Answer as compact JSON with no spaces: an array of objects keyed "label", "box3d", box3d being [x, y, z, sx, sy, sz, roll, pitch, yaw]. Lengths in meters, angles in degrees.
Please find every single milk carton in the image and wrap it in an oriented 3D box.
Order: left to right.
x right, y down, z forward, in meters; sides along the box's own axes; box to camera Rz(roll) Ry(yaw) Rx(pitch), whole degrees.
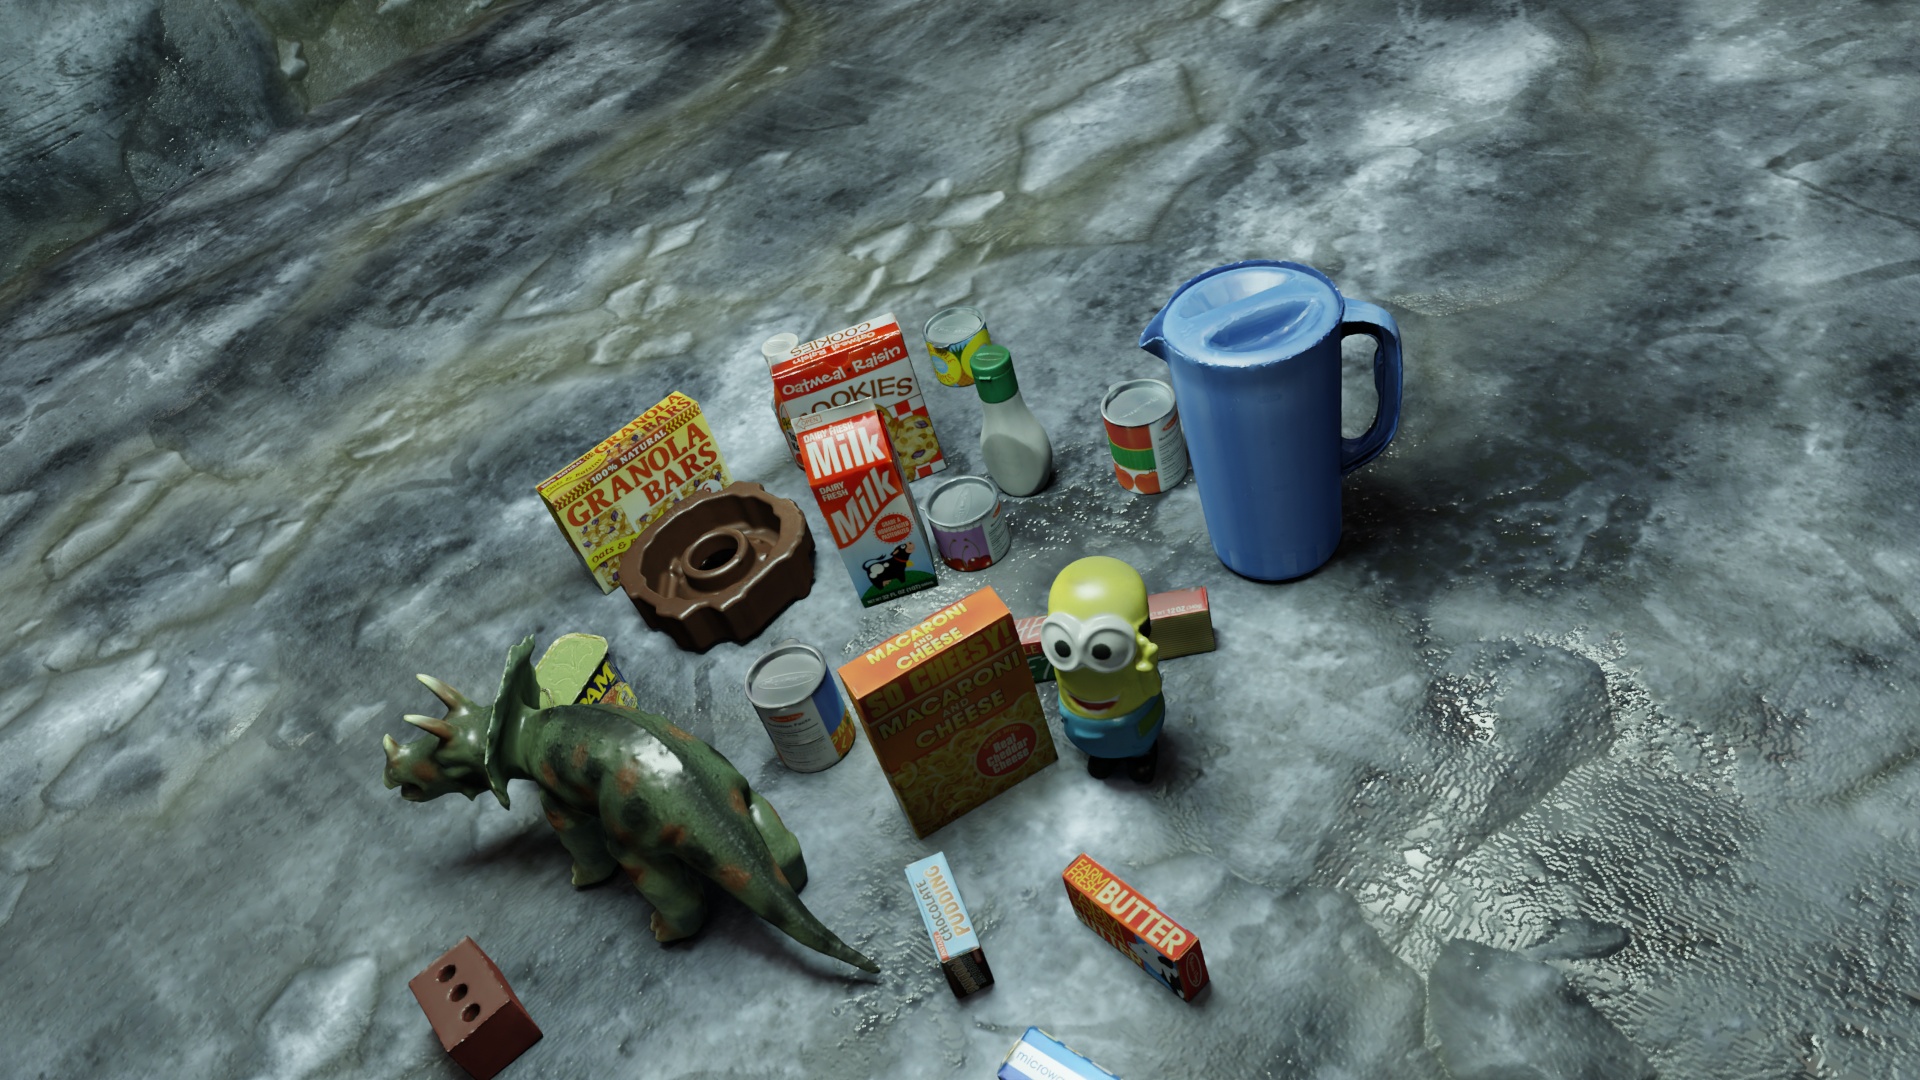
[{"label":"milk carton","box3d":[-0.082,-0.040,1.188,0.072,0.189,0.074,-17,41,2]}]

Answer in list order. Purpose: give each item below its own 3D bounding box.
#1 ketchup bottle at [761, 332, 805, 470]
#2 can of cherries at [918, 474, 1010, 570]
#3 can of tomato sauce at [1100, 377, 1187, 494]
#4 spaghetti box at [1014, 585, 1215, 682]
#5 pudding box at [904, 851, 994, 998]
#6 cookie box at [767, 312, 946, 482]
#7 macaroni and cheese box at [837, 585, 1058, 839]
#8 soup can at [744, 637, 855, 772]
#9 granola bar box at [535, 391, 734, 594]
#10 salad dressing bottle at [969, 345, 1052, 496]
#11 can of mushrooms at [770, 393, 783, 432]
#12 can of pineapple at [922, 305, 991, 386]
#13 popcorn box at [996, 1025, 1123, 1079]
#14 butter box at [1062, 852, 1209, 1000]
[{"label":"ketchup bottle","box3d":[-0.151,-0.132,1.345,0.065,0.148,0.044,8,48,27]},{"label":"can of cherries","box3d":[0.004,-0.015,1.231,0.071,0.058,0.072,-10,42,9]},{"label":"can of tomato sauce","box3d":[0.163,-0.093,1.240,0.071,0.082,0.071,-10,42,9]},{"label":"spaghetti box","box3d":[0.075,0.084,1.104,0.250,0.050,0.029,-11,42,8]},{"label":"pudding box","box3d":[-0.008,0.260,0.943,0.030,0.049,0.084,-23,41,-5]},{"label":"cookie box","box3d":[-0.094,-0.117,1.293,0.123,0.166,0.040,-21,41,-3]},{"label":"macaroni and cheese box","box3d":[-0.006,0.126,1.000,0.124,0.165,0.040,-29,42,-12]},{"label":"soup can","box3d":[-0.125,0.131,1.099,0.071,0.083,0.072,-10,42,9]},{"label":"granola bar box","box3d":[-0.304,-0.046,1.325,0.166,0.123,0.039,-39,45,-22]},{"label":"salad dressing bottle","box3d":[0.043,-0.107,1.249,0.064,0.147,0.044,4,46,24]},{"label":"can of mushrooms","box3d":[-0.160,-0.139,1.443,0.071,0.033,0.071,-10,42,9]},{"label":"can of pineapple","box3d":[-0.002,-0.199,1.433,0.071,0.057,0.071,-10,42,9]},{"label":"popcorn box","box3d":[0.088,0.340,0.795,0.127,0.084,0.038,20,54,35]},{"label":"butter box","box3d":[0.113,0.251,0.906,0.024,0.053,0.104,-39,45,-22]}]
